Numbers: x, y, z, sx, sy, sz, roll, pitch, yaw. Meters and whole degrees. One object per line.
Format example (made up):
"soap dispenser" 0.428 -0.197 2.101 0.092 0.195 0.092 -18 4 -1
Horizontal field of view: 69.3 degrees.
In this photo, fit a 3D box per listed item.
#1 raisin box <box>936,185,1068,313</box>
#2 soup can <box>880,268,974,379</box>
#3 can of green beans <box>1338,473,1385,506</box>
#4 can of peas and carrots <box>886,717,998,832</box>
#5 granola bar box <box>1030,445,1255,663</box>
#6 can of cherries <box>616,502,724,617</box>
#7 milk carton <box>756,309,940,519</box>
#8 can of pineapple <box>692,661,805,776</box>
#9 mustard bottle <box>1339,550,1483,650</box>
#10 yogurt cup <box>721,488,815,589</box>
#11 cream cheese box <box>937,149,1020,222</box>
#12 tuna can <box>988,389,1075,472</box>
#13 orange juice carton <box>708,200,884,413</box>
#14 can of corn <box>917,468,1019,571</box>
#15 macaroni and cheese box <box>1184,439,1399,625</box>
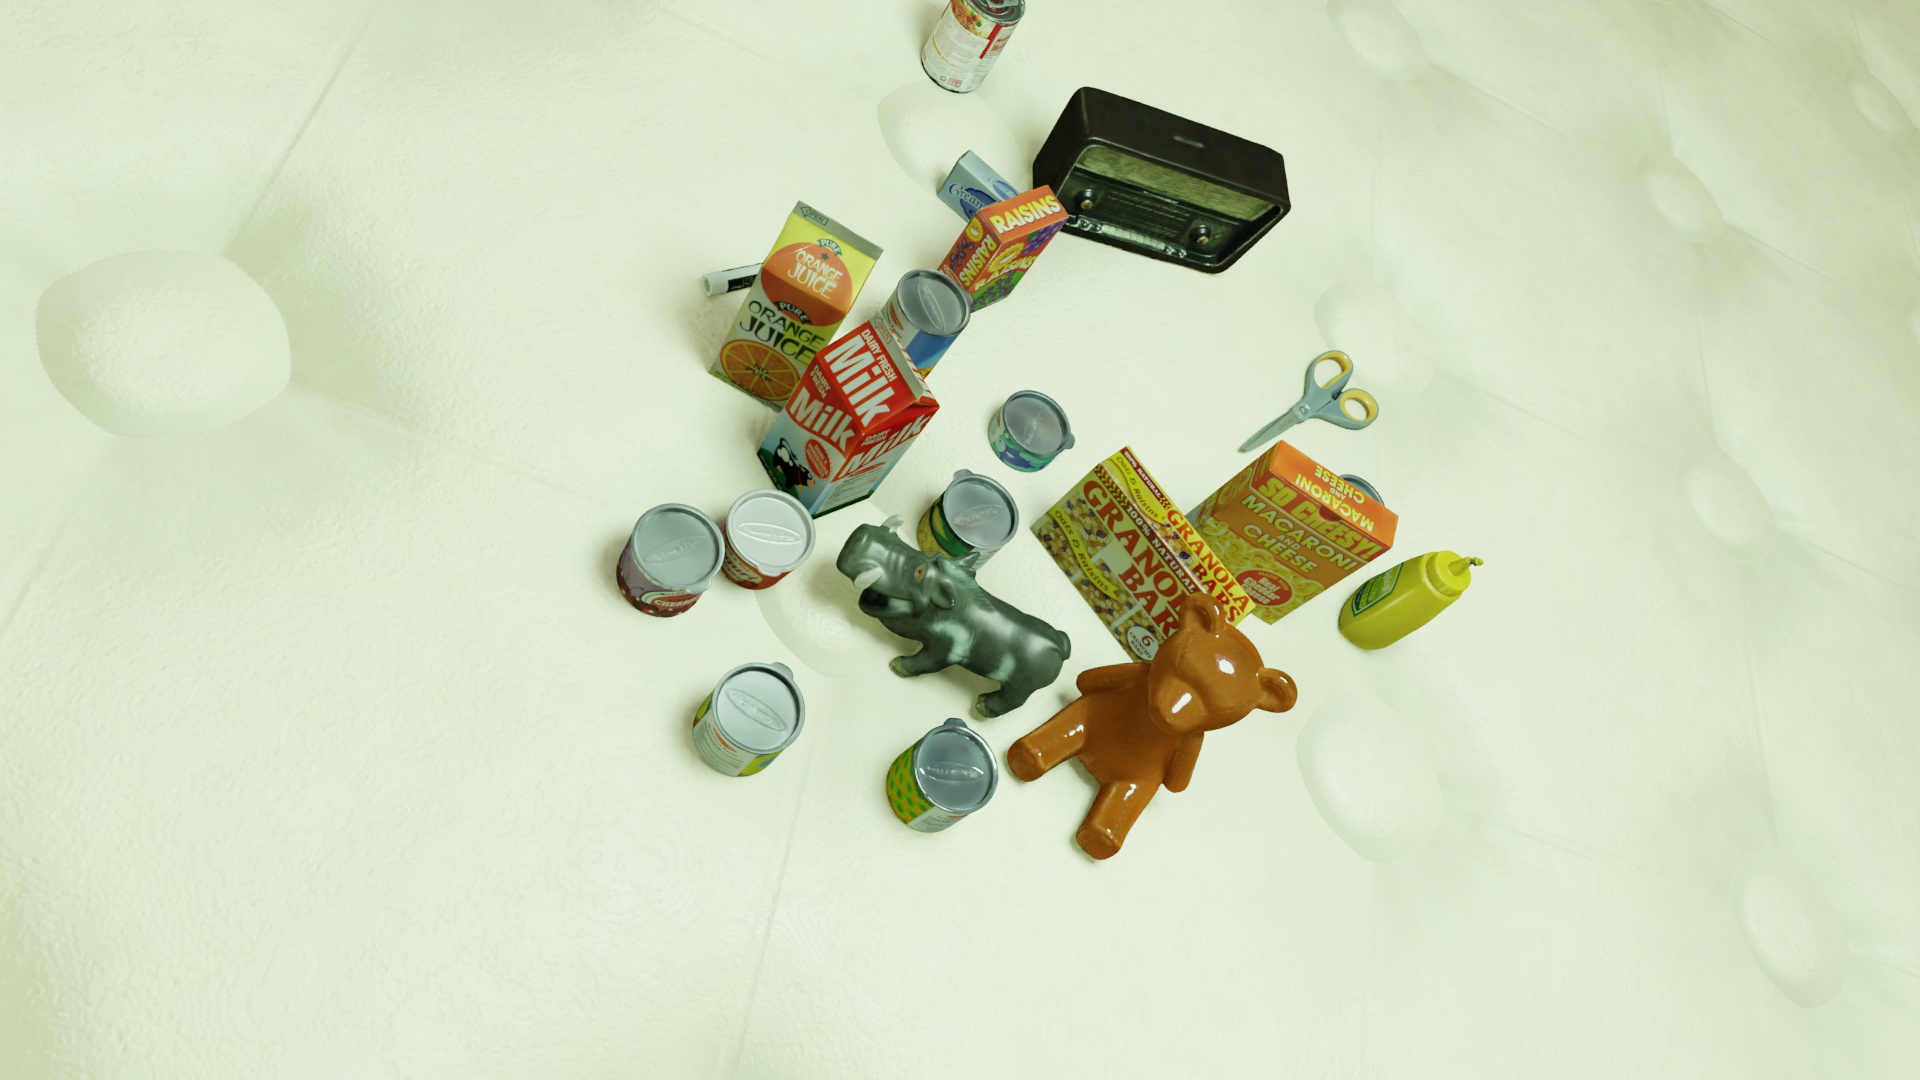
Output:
"raisin box" 0.029 -0.250 1.215 0.086 0.123 0.040 -29 80 -35
"soup can" -0.036 -0.178 1.170 0.071 0.083 0.071 12 60 -21
"can of green beans" 0.354 -0.020 1.298 0.071 0.057 0.071 12 60 -21
"can of peas and carrots" -0.015 0.172 1.012 0.071 0.058 0.071 12 60 -21
"granola bar box" 0.146 0.021 1.132 0.039 0.123 0.165 -33 83 -35
"can of cherries" -0.208 0.017 0.996 0.071 0.058 0.072 12 60 -21
"milk carton" -0.080 -0.092 1.036 0.074 0.189 0.072 -23 77 -34
"can of pineapple" -0.147 0.125 0.970 0.071 0.057 0.071 12 60 -21
"mustard bottle" 0.401 0.044 1.225 0.049 0.159 0.065 36 55 -6
"yogurt cup" -0.148 0.002 1.037 0.072 0.053 0.073 12 60 -21
"cream cheese box" 0.031 -0.309 1.290 0.104 0.053 0.024 41 54 -2
"tuna can" 0.062 -0.093 1.205 0.071 0.032 0.071 12 60 -21
"orange juice carton" -0.123 -0.184 1.062 0.072 0.191 0.073 29 56 -11
"can of corn" 0.004 -0.014 1.119 0.071 0.058 0.071 12 60 -21
"macaroni and cheese box" 0.268 -0.002 1.179 0.124 0.165 0.040 31 55 -9
